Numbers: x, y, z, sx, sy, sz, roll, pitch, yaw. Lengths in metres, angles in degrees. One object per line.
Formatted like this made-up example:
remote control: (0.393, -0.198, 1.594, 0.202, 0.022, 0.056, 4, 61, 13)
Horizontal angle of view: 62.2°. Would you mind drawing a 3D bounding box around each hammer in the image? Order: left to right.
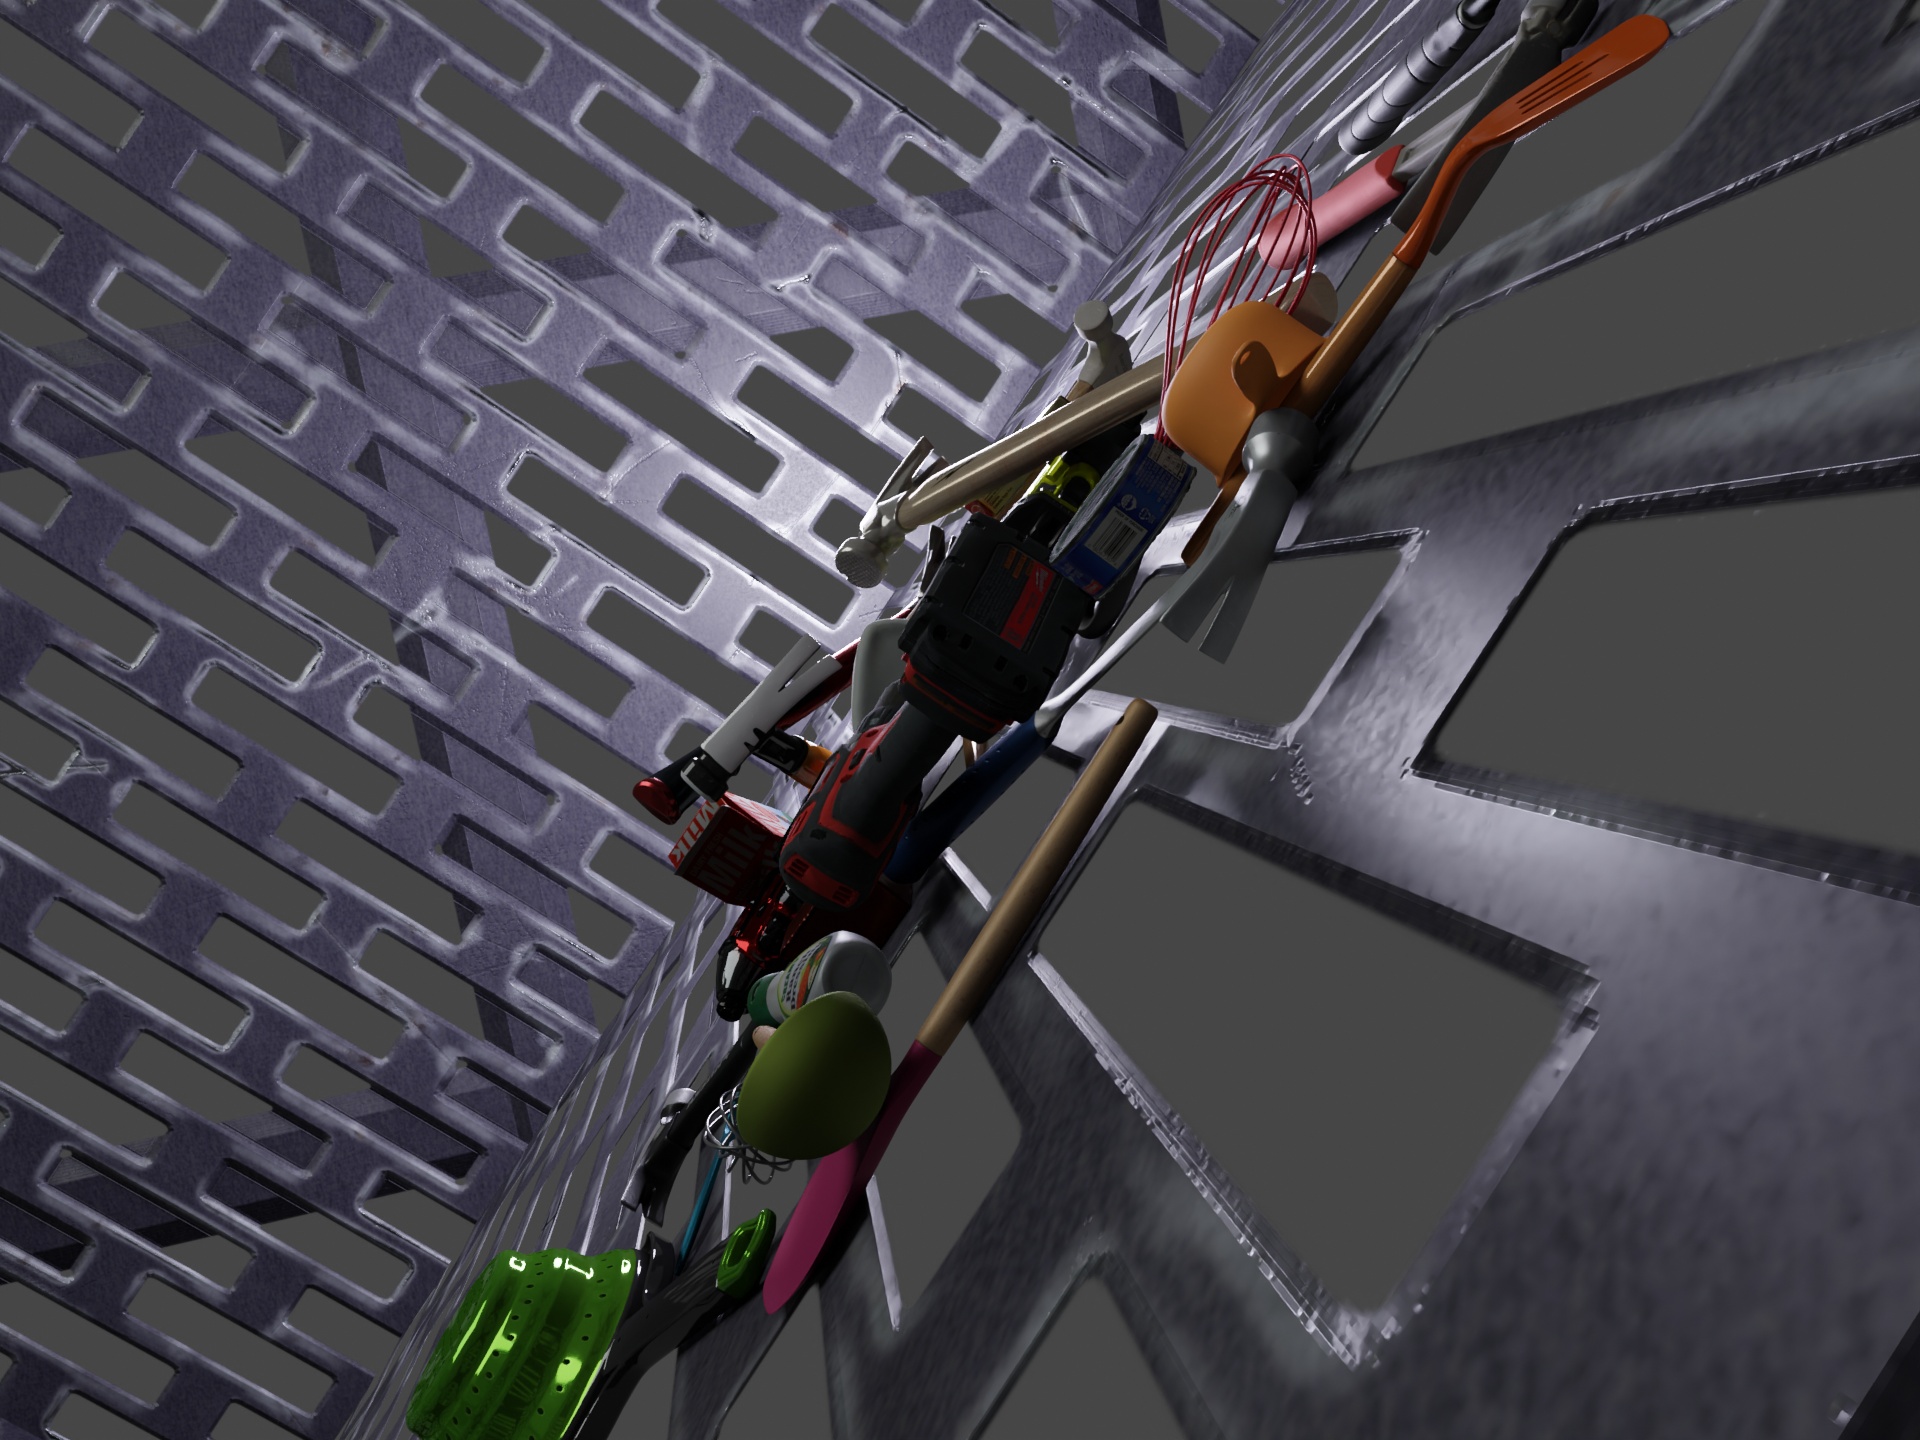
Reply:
hammer: (-0.141, 0.220, 1.128, 0.334, 0.035, 0.146, -53, 8, 23)
hammer: (-0.117, 0.023, 1.203, 0.127, 0.034, 0.336, -47, -10, -3)
hammer: (-0.117, -0.033, 1.255, 0.386, 0.038, 0.143, -39, -26, -50)
hammer: (0.046, -0.187, 1.338, 0.331, 0.031, 0.129, -55, -31, -10)
hammer: (0.050, -0.002, 0.864, 0.405, 0.035, 0.144, -47, 12, 50)
hammer: (0.076, -0.201, 1.057, 0.410, 0.038, 0.146, -19, 32, 46)
hammer: (0.242, -0.310, 0.943, 0.149, 0.036, 0.359, -56, 8, 0)
hammer: (0.298, -0.407, 0.905, 0.149, 0.036, 0.409, -38, 3, -5)

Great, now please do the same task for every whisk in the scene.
whisk: (-0.112, 0.218, 0.943, 0.055, 0.055, 0.239, -56, 3, 2)
whisk: (0.125, -0.175, 0.903, 0.073, 0.073, 0.295, -74, 5, -65)

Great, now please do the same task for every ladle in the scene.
ladle: (-0.091, 0.168, 0.808, 0.078, 0.062, 0.320, -53, 7, -13)

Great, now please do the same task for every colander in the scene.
colander: (-0.221, 0.340, 0.891, 0.397, 0.094, 0.205, -48, 14, 42)

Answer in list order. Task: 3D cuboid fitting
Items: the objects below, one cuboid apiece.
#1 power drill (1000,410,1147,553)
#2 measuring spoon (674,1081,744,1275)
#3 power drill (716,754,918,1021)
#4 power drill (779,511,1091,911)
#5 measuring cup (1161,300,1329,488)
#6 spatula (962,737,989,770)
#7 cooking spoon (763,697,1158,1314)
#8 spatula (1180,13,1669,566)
power drill: (0.068, -0.145, 1.187, 0.171, 0.080, 0.223, -51, 6, 34)
measuring spoon: (-0.146, 0.284, 0.991, 0.042, 0.021, 0.129, -44, 23, 62)
power drill: (-0.124, 0.137, 1.224, 0.219, 0.078, 0.143, -53, 7, 44)
power drill: (-0.016, -0.012, 0.911, 0.226, 0.080, 0.188, -53, 7, 42)
measuring cup: (0.132, -0.174, 0.783, 0.095, 0.052, 0.173, -53, -14, 10)
spatula: (-0.002, -0.004, 1.154, 0.318, 0.044, 0.082, -96, 16, -75)
cooking spoon: (0.000, 0.126, 0.717, 0.319, 0.017, 0.069, -57, 11, -4)
spatula: (0.204, -0.193, 0.757, 0.322, 0.041, 0.081, -56, 6, 32)
